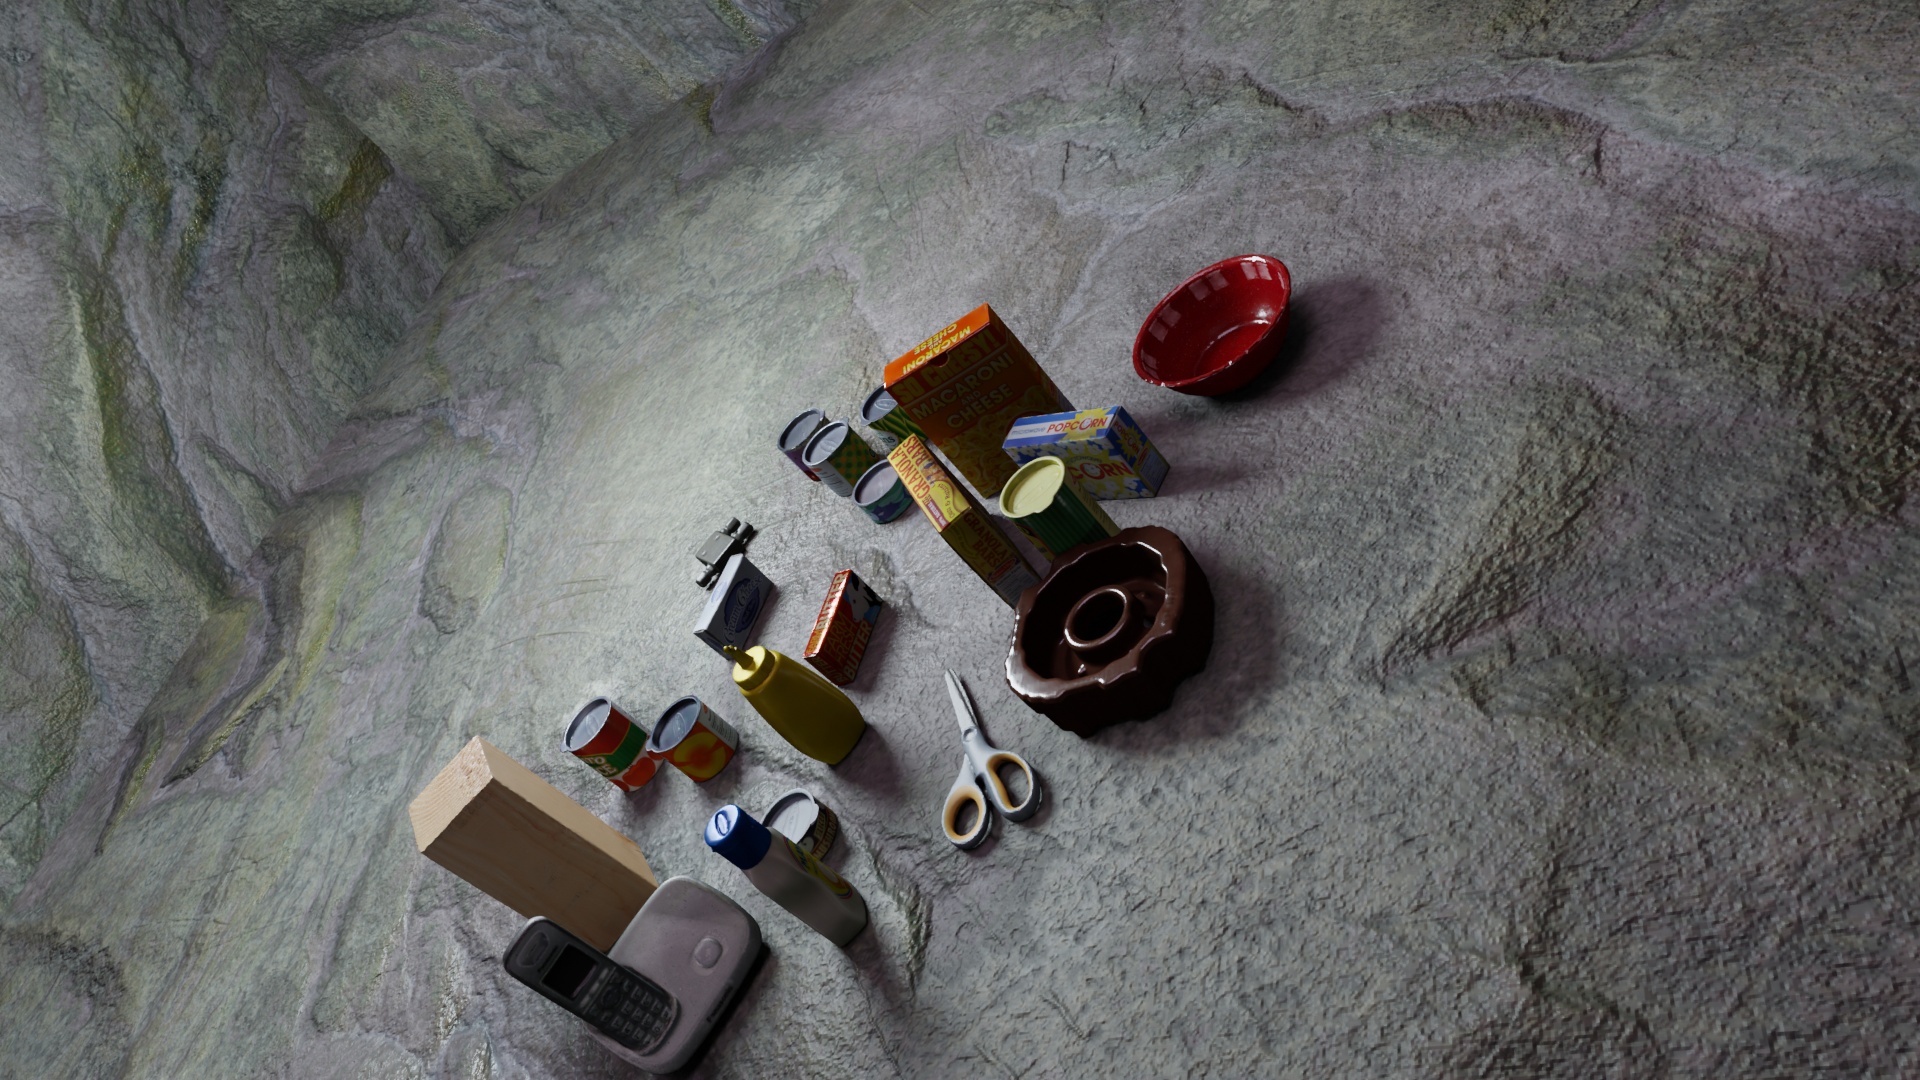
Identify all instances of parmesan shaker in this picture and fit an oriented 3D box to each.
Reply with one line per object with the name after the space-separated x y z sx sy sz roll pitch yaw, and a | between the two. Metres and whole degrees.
0.090 -0.013 1.186 0.071 0.103 0.072 -28 36 23 | parmesan shaker

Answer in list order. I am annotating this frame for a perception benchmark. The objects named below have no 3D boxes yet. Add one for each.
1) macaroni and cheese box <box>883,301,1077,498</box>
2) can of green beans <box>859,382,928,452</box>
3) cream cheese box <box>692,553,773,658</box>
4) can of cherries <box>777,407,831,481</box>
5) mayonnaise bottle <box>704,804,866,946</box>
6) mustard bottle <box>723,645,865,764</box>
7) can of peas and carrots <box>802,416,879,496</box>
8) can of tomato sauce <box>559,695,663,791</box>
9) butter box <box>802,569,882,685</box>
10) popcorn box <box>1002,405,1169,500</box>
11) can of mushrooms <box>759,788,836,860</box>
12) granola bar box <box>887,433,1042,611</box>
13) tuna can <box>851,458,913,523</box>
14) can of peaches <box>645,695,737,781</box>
0.025 -0.131 1.331 0.123 0.166 0.040 -30 35 20 | macaroni and cheese box
-0.068 -0.138 1.541 0.071 0.057 0.071 -28 36 23 | can of green beans
-0.244 0.071 1.496 0.024 0.053 0.104 -12 44 40 | cream cheese box
-0.168 -0.113 1.619 0.071 0.058 0.072 -28 36 23 | can of cherries
-0.136 0.257 1.079 0.041 0.147 0.065 -43 32 1 | mayonnaise bottle
-0.153 0.135 1.227 0.065 0.160 0.049 -52 33 -13 | mustard bottle
-0.132 -0.094 1.559 0.071 0.058 0.071 -28 36 23 | can of peas and carrots
-0.357 0.212 1.430 0.071 0.083 0.071 -28 36 23 | can of tomato sauce
-0.113 0.084 1.341 0.024 0.053 0.104 -15 42 37 | butter box
0.112 -0.076 1.251 0.126 0.085 0.038 -2 51 46 | popcorn box
-0.140 0.251 1.198 0.071 0.033 0.071 -28 36 23 | can of mushrooms
0.005 -0.016 1.262 0.039 0.124 0.166 -42 33 4 | granola bar box
-0.078 -0.054 1.479 0.071 0.032 0.071 -28 36 23 | tuna can
-0.264 0.197 1.370 0.071 0.058 0.071 -28 36 23 | can of peaches
